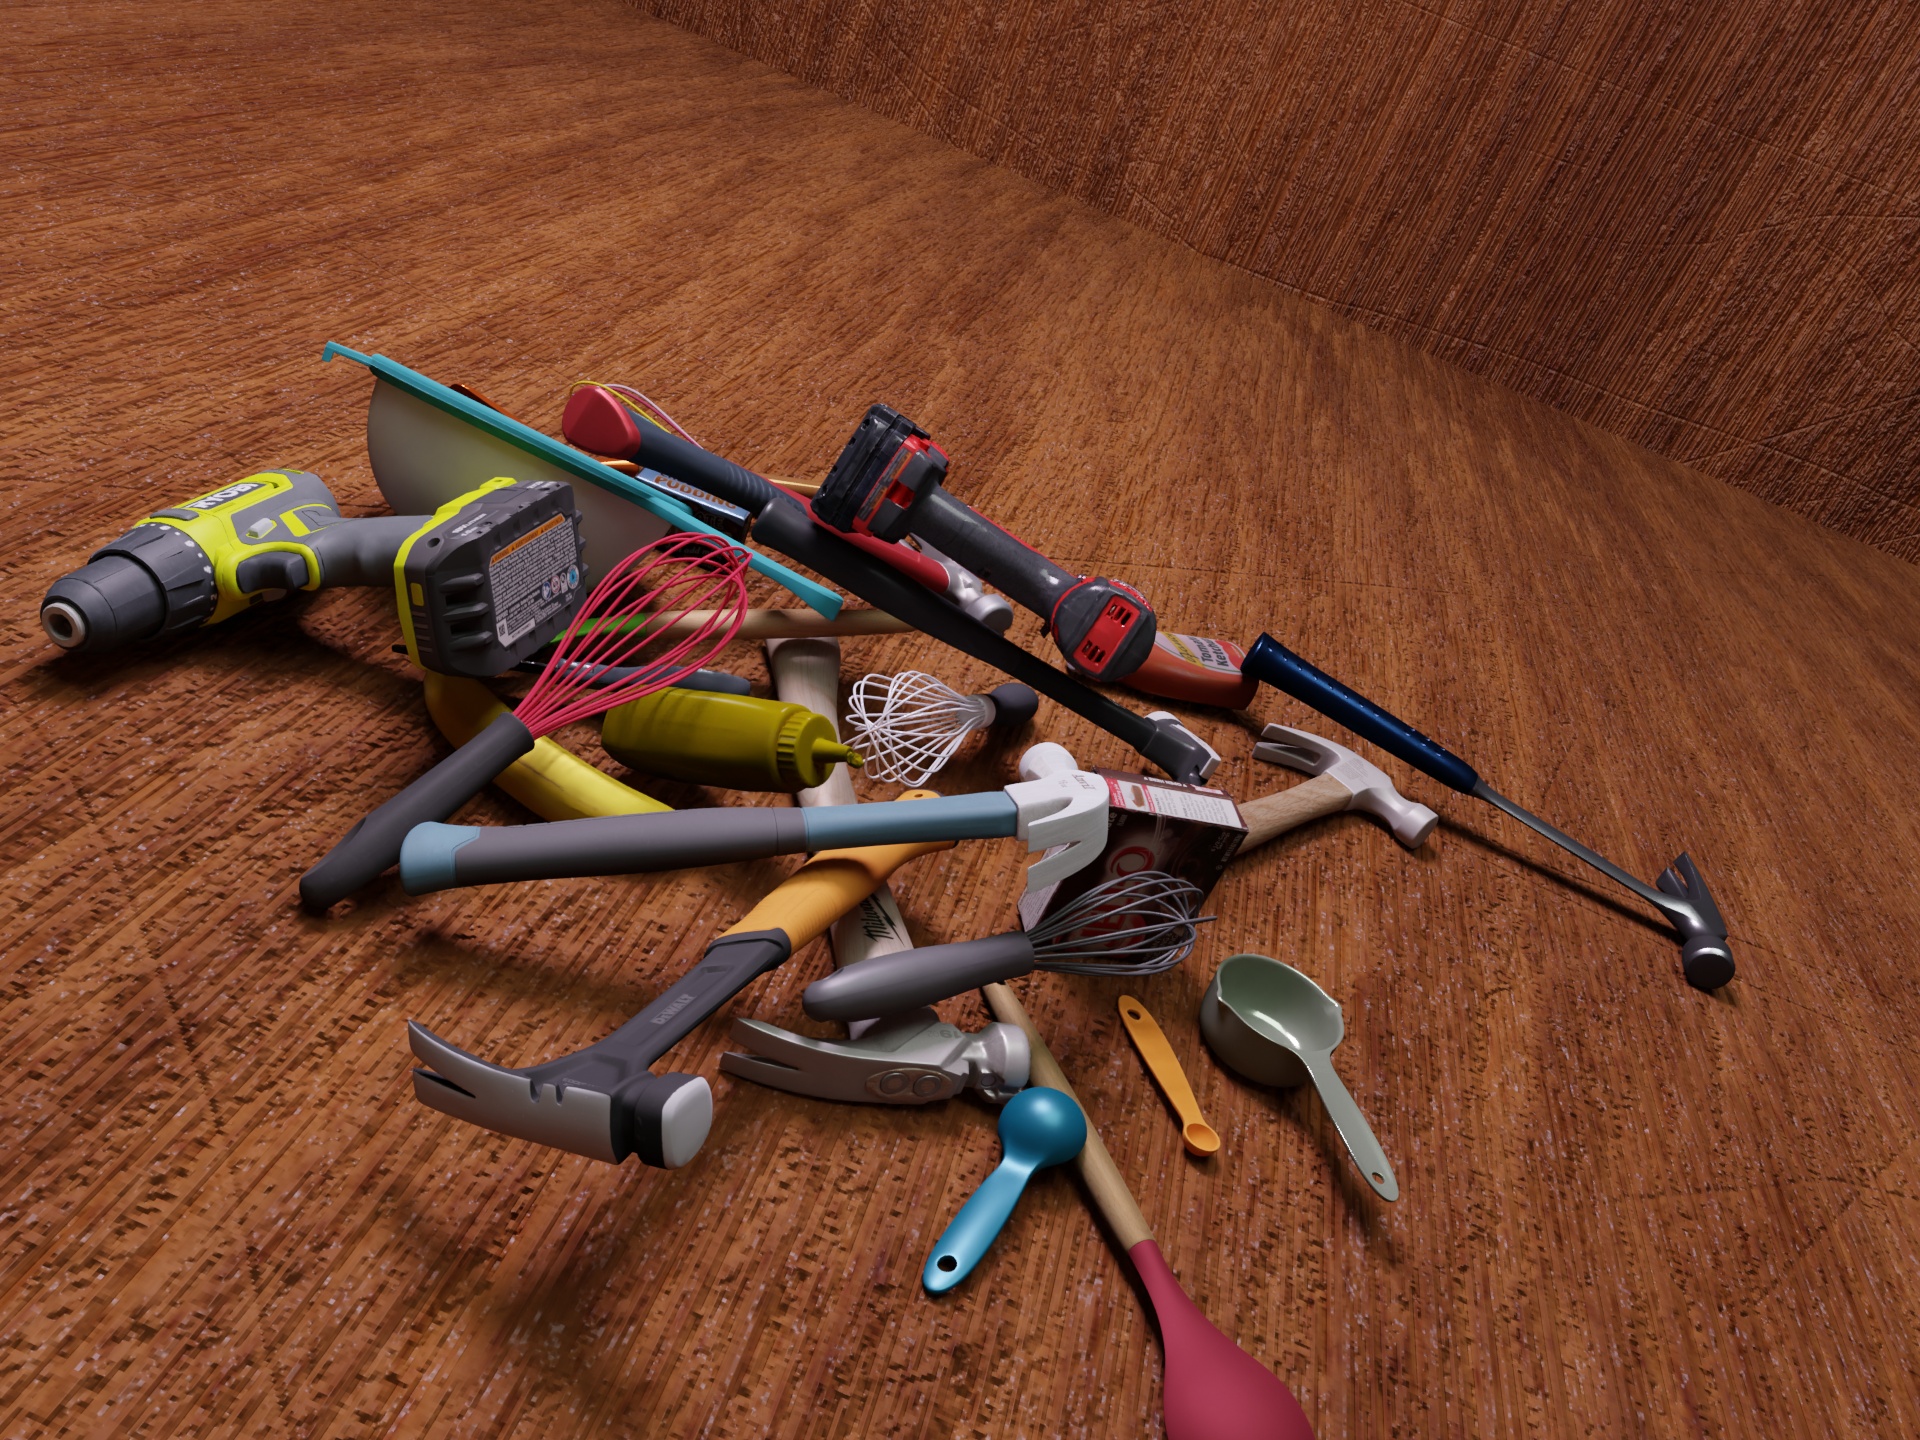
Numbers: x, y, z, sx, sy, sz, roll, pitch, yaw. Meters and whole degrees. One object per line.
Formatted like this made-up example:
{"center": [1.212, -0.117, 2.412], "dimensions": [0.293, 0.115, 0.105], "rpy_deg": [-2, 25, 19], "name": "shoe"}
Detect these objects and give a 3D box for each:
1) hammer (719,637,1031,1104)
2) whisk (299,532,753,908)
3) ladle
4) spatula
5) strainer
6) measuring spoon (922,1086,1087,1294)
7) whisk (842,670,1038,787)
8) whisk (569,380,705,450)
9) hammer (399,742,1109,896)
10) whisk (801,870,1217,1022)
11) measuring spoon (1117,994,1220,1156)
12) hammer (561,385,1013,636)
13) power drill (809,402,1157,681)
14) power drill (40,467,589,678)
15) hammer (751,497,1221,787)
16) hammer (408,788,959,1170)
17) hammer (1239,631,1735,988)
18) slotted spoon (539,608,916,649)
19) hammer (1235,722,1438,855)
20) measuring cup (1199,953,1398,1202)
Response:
{"center": [-0.081, 0.051, 0.895], "dimensions": [0.146, 0.038, 0.411], "rpy_deg": [9, 31, -21], "name": "hammer"}
{"center": [-0.206, -0.007, 0.793], "dimensions": [0.073, 0.073, 0.296], "rpy_deg": [33, 54, 17], "name": "whisk"}
{"center": [0.072, 0.222, 0.728], "dimensions": [0.069, 0.031, 0.316], "rpy_deg": [4, 32, -29], "name": "ladle"}
{"center": [-0.213, -0.191, 1.166], "dimensions": [0.322, 0.081, 0.041], "rpy_deg": [5, 75, -22], "name": "spatula"}
{"center": [-0.226, -0.108, 0.959], "dimensions": [0.340, 0.095, 0.211], "rpy_deg": [29, 3, 20], "name": "strainer"}
{"center": [0.018, 0.203, 0.705], "dimensions": [0.042, 0.021, 0.129], "rpy_deg": [16, 33, 23], "name": "measuring spoon"}
{"center": [-0.003, -0.003, 0.982], "dimensions": [0.070, 0.070, 0.284], "rpy_deg": [32, 14, 15], "name": "whisk"}
{"center": [-0.195, -0.195, 1.223], "dimensions": [0.245, 0.047, 0.051], "rpy_deg": [28, 27, 2], "name": "whisk"}
{"center": [-0.088, 0.052, 0.748], "dimensions": [0.331, 0.033, 0.128], "rpy_deg": [-4, 17, -12], "name": "hammer"}
{"center": [0.030, 0.114, 0.775], "dimensions": [0.239, 0.055, 0.055], "rpy_deg": [-8, 41, -33], "name": "whisk"}
{"center": [0.106, 0.185, 0.833], "dimensions": [0.021, 0.011, 0.117], "rpy_deg": [9, 28, -24], "name": "measuring spoon"}
{"center": [-0.116, -0.147, 1.073], "dimensions": [0.386, 0.038, 0.143], "rpy_deg": [20, 21, -52], "name": "hammer"}
{"center": [0.024, -0.103, 0.990], "dimensions": [0.219, 0.078, 0.143], "rpy_deg": [34, 9, 1], "name": "power drill"}
{"center": [-0.332, -0.077, 0.830], "dimensions": [0.228, 0.080, 0.191], "rpy_deg": [5, 25, 14], "name": "power drill"}
{"center": [0.020, -0.045, 0.999], "dimensions": [0.334, 0.035, 0.146], "rpy_deg": [29, 9, -14], "name": "hammer"}
{"center": [-0.091, 0.096, 0.721], "dimensions": [0.127, 0.034, 0.337], "rpy_deg": [7, 19, 23], "name": "hammer"}
{"center": [0.393, 0.052, 1.196], "dimensions": [0.405, 0.035, 0.144], "rpy_deg": [32, 29, 2], "name": "hammer"}
{"center": [-0.169, -0.058, 0.980], "dimensions": [0.313, 0.031, 0.070], "rpy_deg": [-3, 20, -26], "name": "slotted spoon"}
{"center": [0.195, 0.067, 1.072], "dimensions": [0.130, 0.031, 0.331], "rpy_deg": [41, 33, 28], "name": "hammer"}
{"center": [0.181, 0.195, 0.842], "dimensions": [0.083, 0.038, 0.168], "rpy_deg": [8, 34, -26], "name": "measuring cup"}
